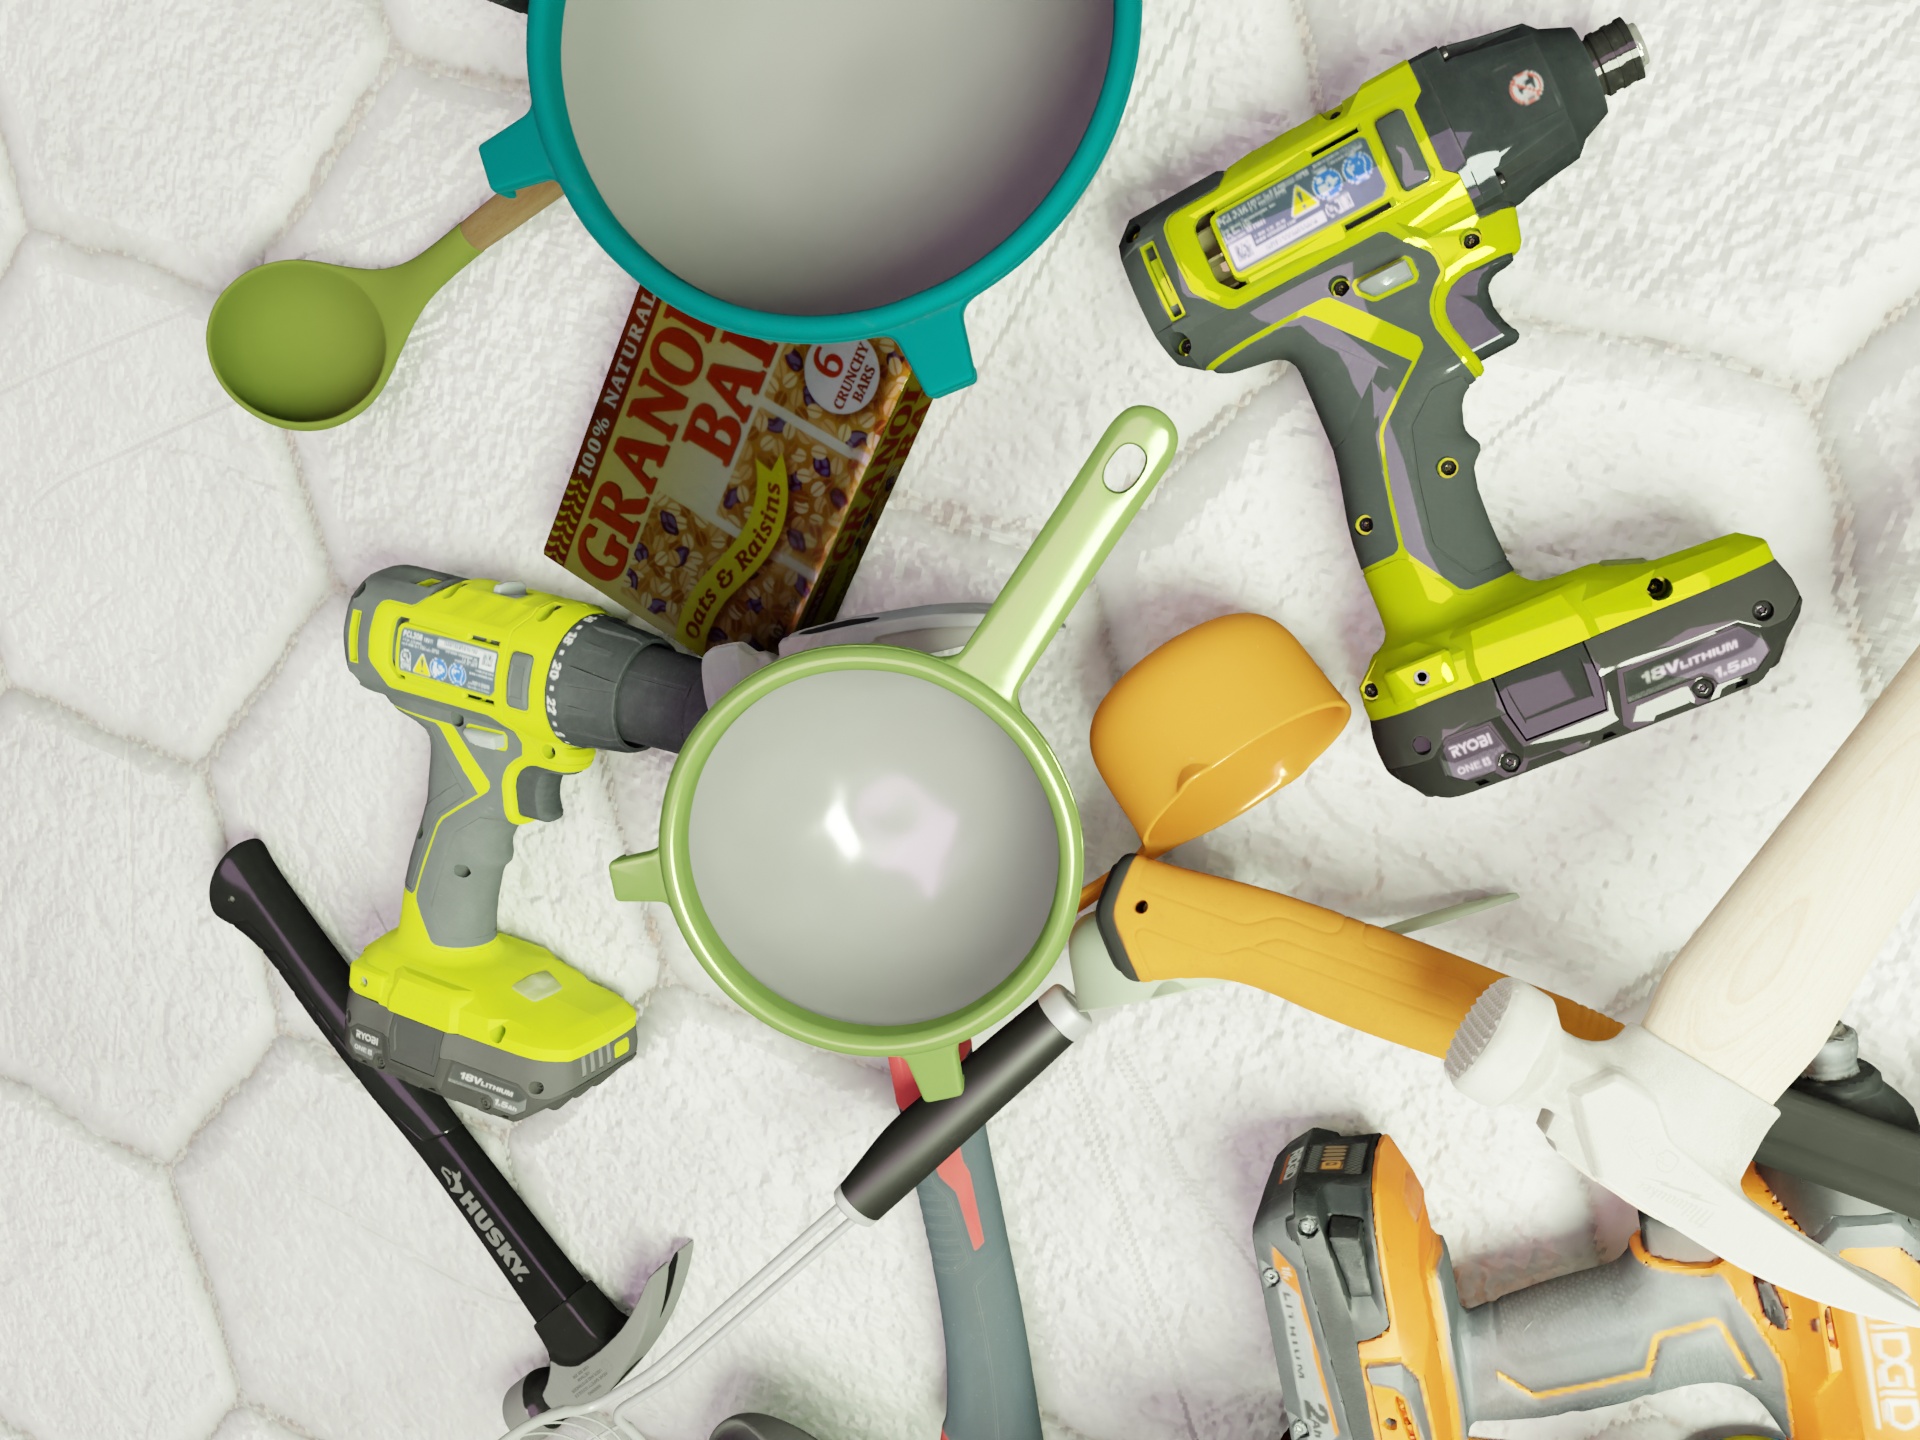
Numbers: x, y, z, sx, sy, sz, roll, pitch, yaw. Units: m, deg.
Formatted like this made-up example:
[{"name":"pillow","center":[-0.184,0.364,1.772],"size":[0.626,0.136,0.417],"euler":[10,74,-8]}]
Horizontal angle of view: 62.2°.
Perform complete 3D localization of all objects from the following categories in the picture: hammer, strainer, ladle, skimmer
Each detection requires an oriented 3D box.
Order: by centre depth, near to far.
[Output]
[{"name":"hammer","center":[0.307,-0.032,0.440],"size":[0.146,0.038,0.410],"euler":[32,95,6]},{"name":"hammer","center":[0.207,0.101,0.510],"size":[0.337,0.034,0.127],"euler":[17,86,16]},{"name":"strainer","center":[-0.010,-0.289,0.564],"size":[0.211,0.095,0.340],"euler":[27,94,9]},{"name":"strainer","center":[-0.001,-0.002,0.571],"size":[0.151,0.069,0.256],"euler":[33,103,-1]},{"name":"skimmer","center":[-0.074,0.251,0.620],"size":[0.363,0.127,0.090],"euler":[-43,42,6]},{"name":"hammer","center":[0.004,0.145,0.661],"size":[0.143,0.038,0.386],"euler":[-10,102,4]},{"name":"ladle","center":[-0.194,-0.219,0.671],"size":[0.320,0.062,0.078],"euler":[-26,92,23]},{"name":"hammer","center":[-0.269,0.196,0.803],"size":[0.146,0.035,0.335],"euler":[-43,82,26]}]

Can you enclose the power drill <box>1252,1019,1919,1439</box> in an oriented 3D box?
[{"name":"power drill","center":[0.225,0.191,0.561],"size":[0.226,0.084,0.164],"euler":[-9,96,21]}]

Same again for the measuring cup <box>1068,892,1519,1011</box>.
[{"name":"measuring cup","center":[0.121,0.073,0.596],"size":[0.167,0.083,0.038],"euler":[-16,80,10]}]

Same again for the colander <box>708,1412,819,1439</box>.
[{"name":"colander","center":[-0.033,0.387,0.626],"size":[0.397,0.094,0.204],"euler":[-34,84,49]}]

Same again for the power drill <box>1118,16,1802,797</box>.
[{"name":"power drill","center":[0.172,-0.102,0.523],"size":[0.171,0.080,0.223],"euler":[-24,88,21]}]

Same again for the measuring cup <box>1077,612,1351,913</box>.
[{"name":"measuring cup","center":[0.061,0.026,0.592],"size":[0.173,0.095,0.052],"euler":[-41,68,27]}]

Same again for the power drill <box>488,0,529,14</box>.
[{"name":"power drill","center":[-0.187,-0.398,0.619],"size":[0.188,0.080,0.227],"euler":[-16,92,26]}]

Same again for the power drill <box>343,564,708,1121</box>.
[{"name":"power drill","center":[-0.193,0.054,0.717],"size":[0.191,0.080,0.228],"euler":[14,104,21]}]

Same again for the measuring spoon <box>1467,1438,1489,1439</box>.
[{"name":"measuring spoon","center":[0.227,0.293,0.617],"size":[0.117,0.011,0.021],"euler":[2,102,22]}]
